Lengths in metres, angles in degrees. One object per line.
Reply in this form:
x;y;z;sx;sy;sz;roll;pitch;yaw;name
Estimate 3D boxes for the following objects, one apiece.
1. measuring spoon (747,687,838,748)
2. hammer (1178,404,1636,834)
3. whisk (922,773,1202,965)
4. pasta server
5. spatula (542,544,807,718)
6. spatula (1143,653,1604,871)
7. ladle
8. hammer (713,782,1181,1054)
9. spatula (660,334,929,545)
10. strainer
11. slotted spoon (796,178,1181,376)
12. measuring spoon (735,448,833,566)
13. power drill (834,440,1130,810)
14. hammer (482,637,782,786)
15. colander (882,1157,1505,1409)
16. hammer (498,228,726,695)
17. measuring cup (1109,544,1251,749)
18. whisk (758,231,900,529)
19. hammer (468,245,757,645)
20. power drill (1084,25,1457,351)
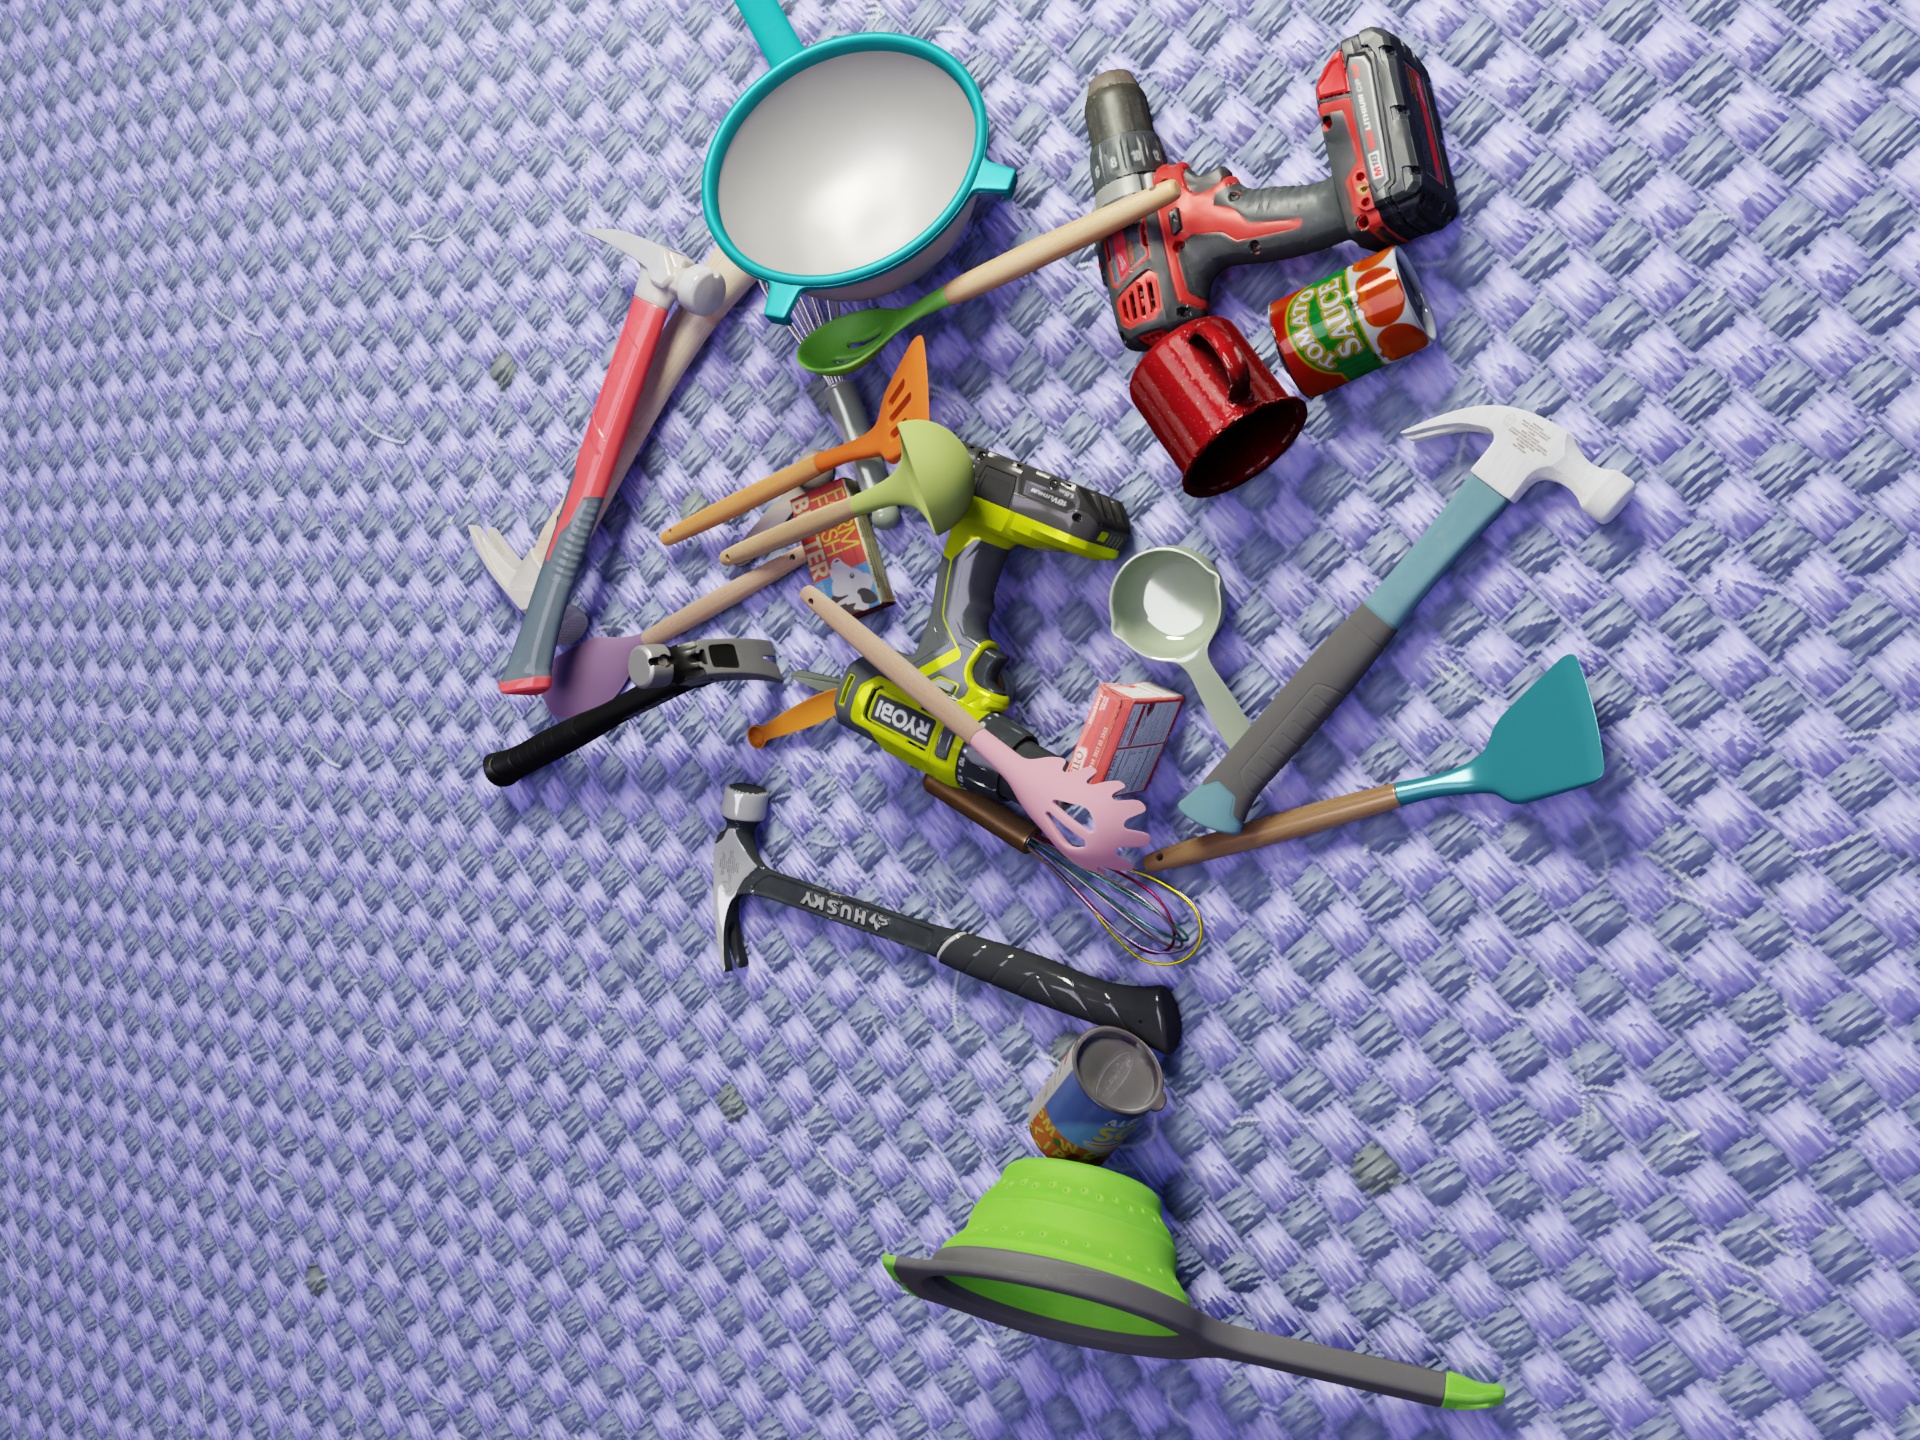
-0.124;-0.003;1.242;0.117;0.011;0.021;-23;90;35;measuring spoon
0.255;-0.054;0.995;0.128;0.033;0.331;46;109;22;hammer
0.065;0.099;1.121;0.245;0.051;0.047;31;113;30;whisk
-0.002;-0.003;1.066;0.316;0.040;0.060;40;112;30;pasta server
-0.239;-0.074;1.311;0.316;0.018;0.060;-25;86;30;spatula
0.249;0.048;1.007;0.317;0.044;0.082;-20;58;32;spatula
-0.098;-0.145;1.142;0.320;0.062;0.078;-11;100;51;ladle
-0.025;0.167;1.182;0.409;0.036;0.149;15;101;29;hammer
-0.128;-0.188;1.193;0.322;0.041;0.081;-18;68;39;spatula
-0.097;-0.430;1.169;0.211;0.095;0.341;-29;64;5;strainer
0.013;-0.298;1.085;0.314;0.031;0.070;-15;42;35;slotted spoon
-0.145;-0.165;1.250;0.124;0.018;0.034;-45;70;25;measuring spoon
0.028;-0.060;1.105;0.191;0.080;0.228;26;101;28;power drill
-0.288;-0.002;1.300;0.335;0.146;0.035;-22;80;41;hammer
0.152;0.364;1.047;0.397;0.204;0.095;7;61;15;colander
-0.311;-0.202;1.295;0.143;0.038;0.386;31;106;30;hammer
0.163;-0.041;1.066;0.083;0.038;0.167;-29;93;25;measuring cup
-0.095;-0.259;1.203;0.059;0.058;0.246;-20;85;0;whisk
-0.272;-0.261;1.314;0.146;0.038;0.410;47;113;22;hammer
0.182;-0.357;1.016;0.227;0.080;0.188;-14;84;34;power drill
